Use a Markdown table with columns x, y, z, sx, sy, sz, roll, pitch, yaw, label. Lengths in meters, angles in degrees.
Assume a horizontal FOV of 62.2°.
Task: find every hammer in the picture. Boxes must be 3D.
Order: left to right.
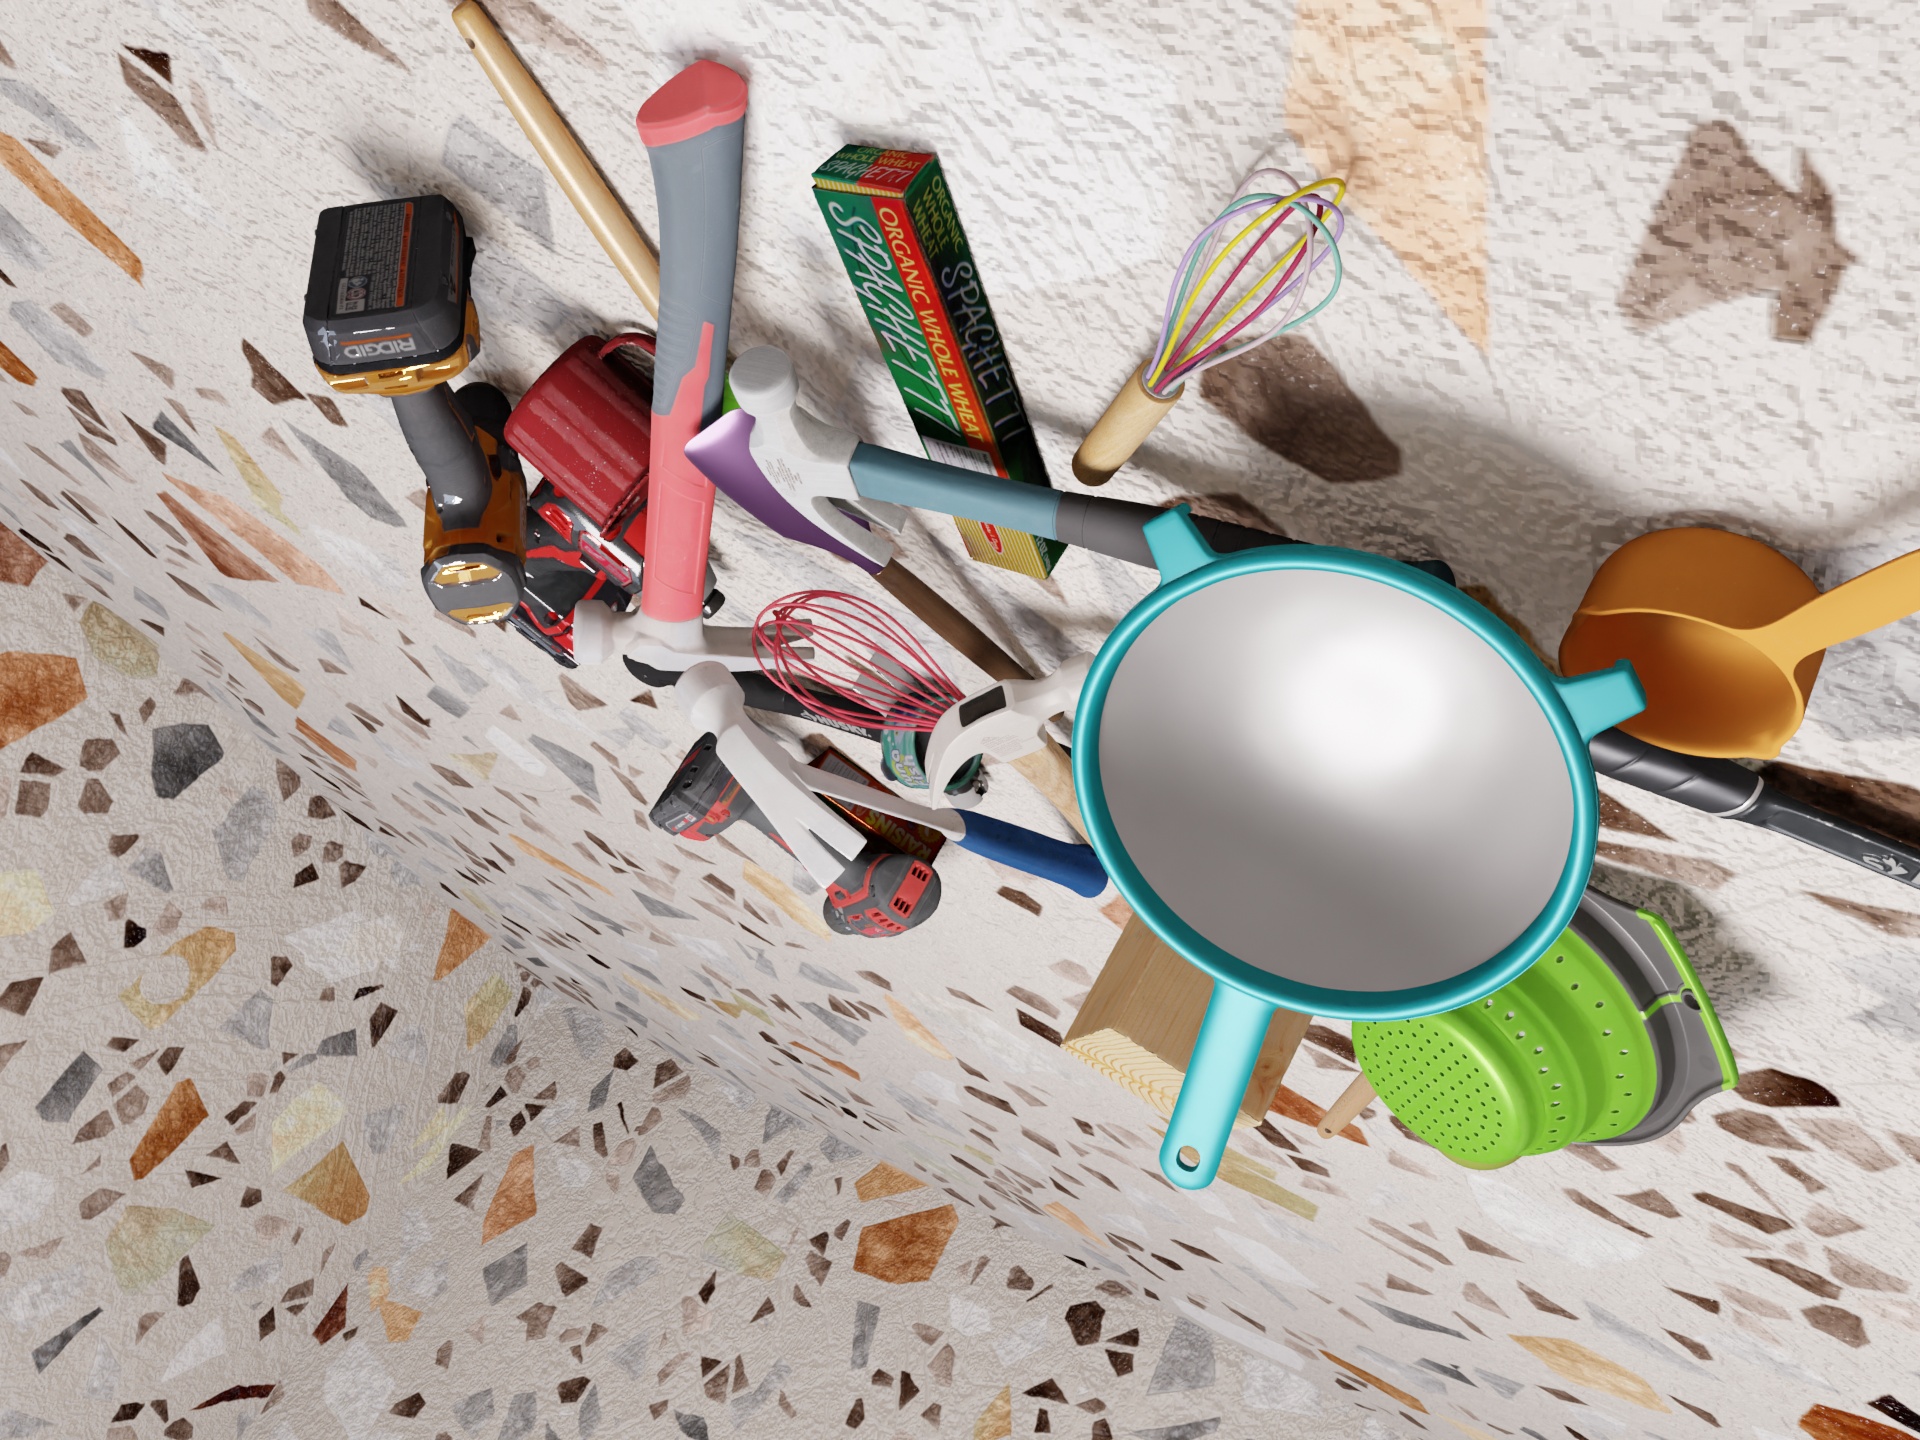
| x | y | z | sx | sy | sz | roll | pitch | yaw | label |
| --- | --- | --- | --- | --- | --- | --- | --- | --- | --- |
| -0.124 | -0.152 | 0.811 | 0.143 | 0.038 | 0.386 | 1 | 145 | -13 | hammer |
| -0.138 | -0.021 | 1.197 | 0.335 | 0.035 | 0.146 | 15 | 152 | 37 | hammer |
| -0.009 | 0.068 | 0.990 | 0.144 | 0.035 | 0.405 | 50 | -166 | 32 | hammer |
| 0.059 | -0.091 | 0.725 | 0.331 | 0.033 | 0.128 | 15 | 158 | 15 | hammer |
| 0.086 | 0.064 | 0.998 | 0.130 | 0.031 | 0.331 | -21 | 145 | 19 | hammer |
| 0.350 | 0.038 | 0.676 | 0.409 | 0.036 | 0.149 | 25 | 155 | 19 | hammer |

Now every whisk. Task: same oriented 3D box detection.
| x | y | z | sx | sy | sz | roll | pitch | yaw | label |
| --- | --- | --- | --- | --- | --- | --- | --- | --- | --- |
| -0.002 | -0.003 | 0.957 | 0.295 | 0.073 | 0.073 | 27 | 164 | -35 | whisk |
| 0.091 | -0.146 | 0.635 | 0.051 | 0.047 | 0.245 | 33 | 162 | -4 | whisk |

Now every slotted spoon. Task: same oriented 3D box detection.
| x | y | z | sx | sy | sz | roll | pitch | yaw | label |
| --- | --- | --- | --- | --- | --- | --- | --- | --- | --- |
| -0.157 | -0.223 | 0.817 | 0.070 | 0.031 | 0.313 | 11 | 147 | 40 | slotted spoon |

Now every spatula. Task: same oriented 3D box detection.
| x | y | z | sx | sy | sz | roll | pitch | yaw | label |
| --- | --- | --- | --- | --- | --- | --- | --- | --- | --- |
| -0.029 | -0.076 | 0.887 | 0.060 | 0.018 | 0.315 | -30 | 137 | 21 | spatula |
| 0.290 | 0.206 | 1.026 | 0.082 | 0.044 | 0.317 | 35 | 141 | 13 | spatula |

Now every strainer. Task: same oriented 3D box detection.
| x | y | z | sx | sy | sz | roll | pitch | yaw | label |
| --- | --- | --- | --- | --- | --- | --- | --- | --- | --- |
| 0.150 | 0.066 | 0.702 | 0.211 | 0.095 | 0.340 | 22 | 125 | 17 | strainer |

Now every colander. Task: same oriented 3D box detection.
| x | y | z | sx | sy | sz | roll | pitch | yaw | label |
| --- | --- | --- | --- | --- | --- | --- | --- | --- | --- |
| 0.245 | 0.180 | 0.939 | 0.397 | 0.094 | 0.204 | -13 | 108 | 61 | colander |

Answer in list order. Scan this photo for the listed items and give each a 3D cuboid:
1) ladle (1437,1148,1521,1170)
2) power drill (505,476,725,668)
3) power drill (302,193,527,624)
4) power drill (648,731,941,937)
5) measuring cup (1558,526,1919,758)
| x | y | z | sx | sy | sz | roll | pitch | yaw | label |
| --- | --- | --- | --- | --- | --- | --- | --- | --- | --- |
| 0.293 | 0.202 | 1.094 | 0.320 | 0.062 | 0.078 | 49 | 152 | -20 | ladle |
| -0.257 | -0.109 | 1.124 | 0.143 | 0.078 | 0.220 | 41 | 154 | -20 | power drill |
| -0.307 | -0.194 | 0.939 | 0.084 | 0.186 | 0.226 | -9 | 141 | -4 | power drill |
| -0.136 | 0.105 | 1.299 | 0.226 | 0.080 | 0.188 | 35 | 157 | -12 | power drill |
| 0.291 | -0.044 | 0.563 | 0.095 | 0.052 | 0.173 | 35 | 156 | -5 | measuring cup |
